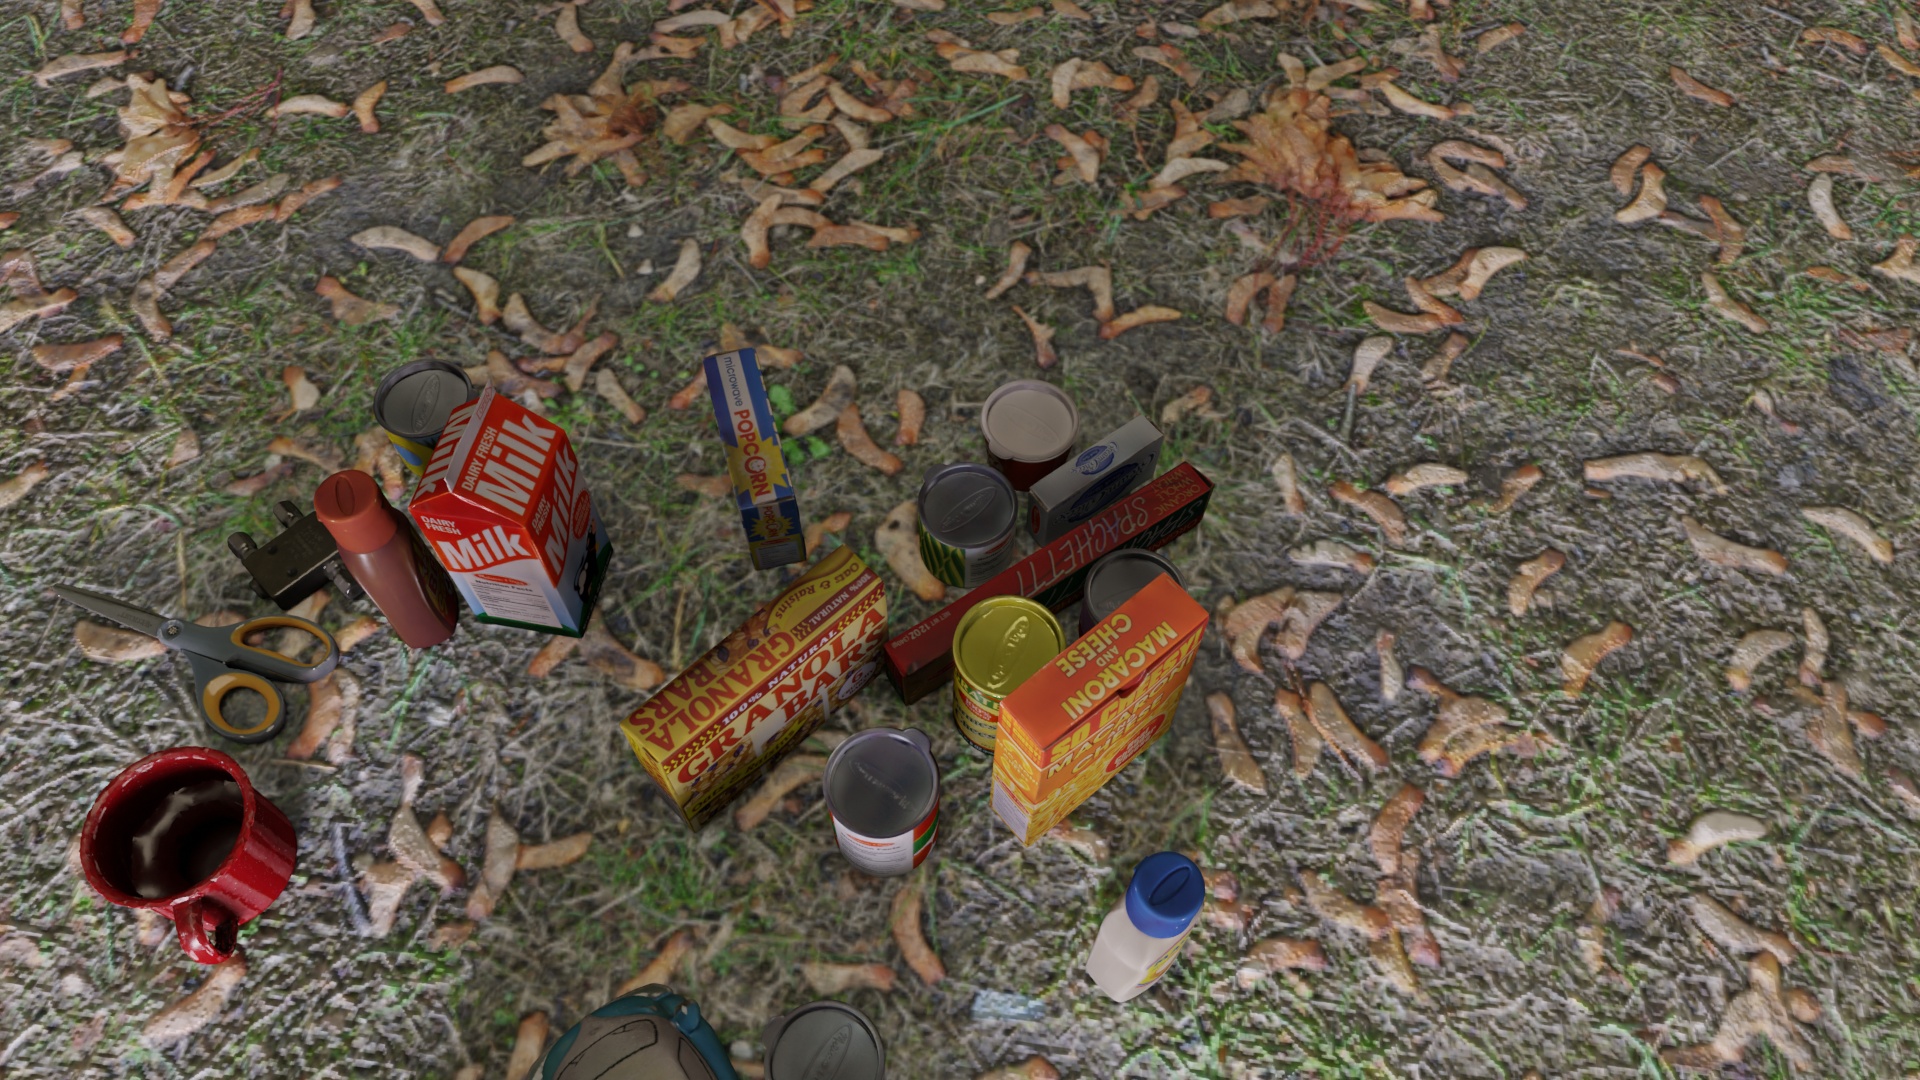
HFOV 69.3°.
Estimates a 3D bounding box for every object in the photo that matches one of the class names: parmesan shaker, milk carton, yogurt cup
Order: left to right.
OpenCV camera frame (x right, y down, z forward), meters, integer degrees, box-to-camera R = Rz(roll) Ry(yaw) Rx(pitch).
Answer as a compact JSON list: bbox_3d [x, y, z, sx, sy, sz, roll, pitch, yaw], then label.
[{"bbox_3d":[-0.276,-0.016,0.853,0.073,0.189,0.072,9,61,4],"label":"milk carton"},{"bbox_3d":[0.030,0.087,0.850,0.071,0.102,0.071,0,61,-1],"label":"parmesan shaker"},{"bbox_3d":[0.047,-0.071,0.968,0.072,0.053,0.073,0,61,-1],"label":"yogurt cup"}]

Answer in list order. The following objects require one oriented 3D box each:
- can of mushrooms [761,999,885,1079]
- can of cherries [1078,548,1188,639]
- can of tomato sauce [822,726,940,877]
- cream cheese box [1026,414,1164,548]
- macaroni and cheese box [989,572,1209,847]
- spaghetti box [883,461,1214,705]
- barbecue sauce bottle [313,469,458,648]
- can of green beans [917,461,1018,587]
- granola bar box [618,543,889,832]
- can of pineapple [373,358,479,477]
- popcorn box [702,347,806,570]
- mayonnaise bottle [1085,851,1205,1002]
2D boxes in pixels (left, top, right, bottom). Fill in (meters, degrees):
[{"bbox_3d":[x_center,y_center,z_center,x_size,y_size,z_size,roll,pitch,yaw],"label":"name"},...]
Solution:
[{"bbox_3d":[-0.077,0.291,0.772,0.071,0.033,0.071,0,60,-1],"label":"can of mushrooms"},{"bbox_3d":[0.111,0.050,0.898,0.071,0.058,0.072,0,61,-1],"label":"can of cherries"},{"bbox_3d":[-0.044,0.154,0.822,0.071,0.082,0.071,0,61,-1],"label":"can of tomato sauce"},{"bbox_3d":[0.091,-0.041,0.952,0.104,0.053,0.024,-33,66,-18],"label":"cream cheese box"},{"bbox_3d":[0.077,0.103,0.806,0.124,0.165,0.040,-36,67,-19],"label":"macaroni and cheese box"},{"bbox_3d":[0.060,0.026,0.916,0.251,0.050,0.029,-31,66,-17],"label":"spaghetti box"},{"bbox_3d":[-0.355,0.010,0.861,0.044,0.147,0.065,-18,63,-10],"label":"barbecue sauce bottle"},{"bbox_3d":[0.005,-0.010,0.931,0.071,0.057,0.071,0,61,-1],"label":"can of green beans"},{"bbox_3d":[-0.115,0.091,0.833,0.166,0.123,0.039,-40,69,-21],"label":"granola bar box"},{"bbox_3d":[-0.363,-0.083,0.965,0.071,0.057,0.071,0,61,-1],"label":"can of pineapple"},{"bbox_3d":[-0.139,-0.055,0.938,0.038,0.084,0.127,-14,62,-8],"label":"popcorn box"},{"bbox_3d":[0.104,0.208,0.757,0.065,0.147,0.041,-38,68,-20],"label":"mayonnaise bottle"}]
